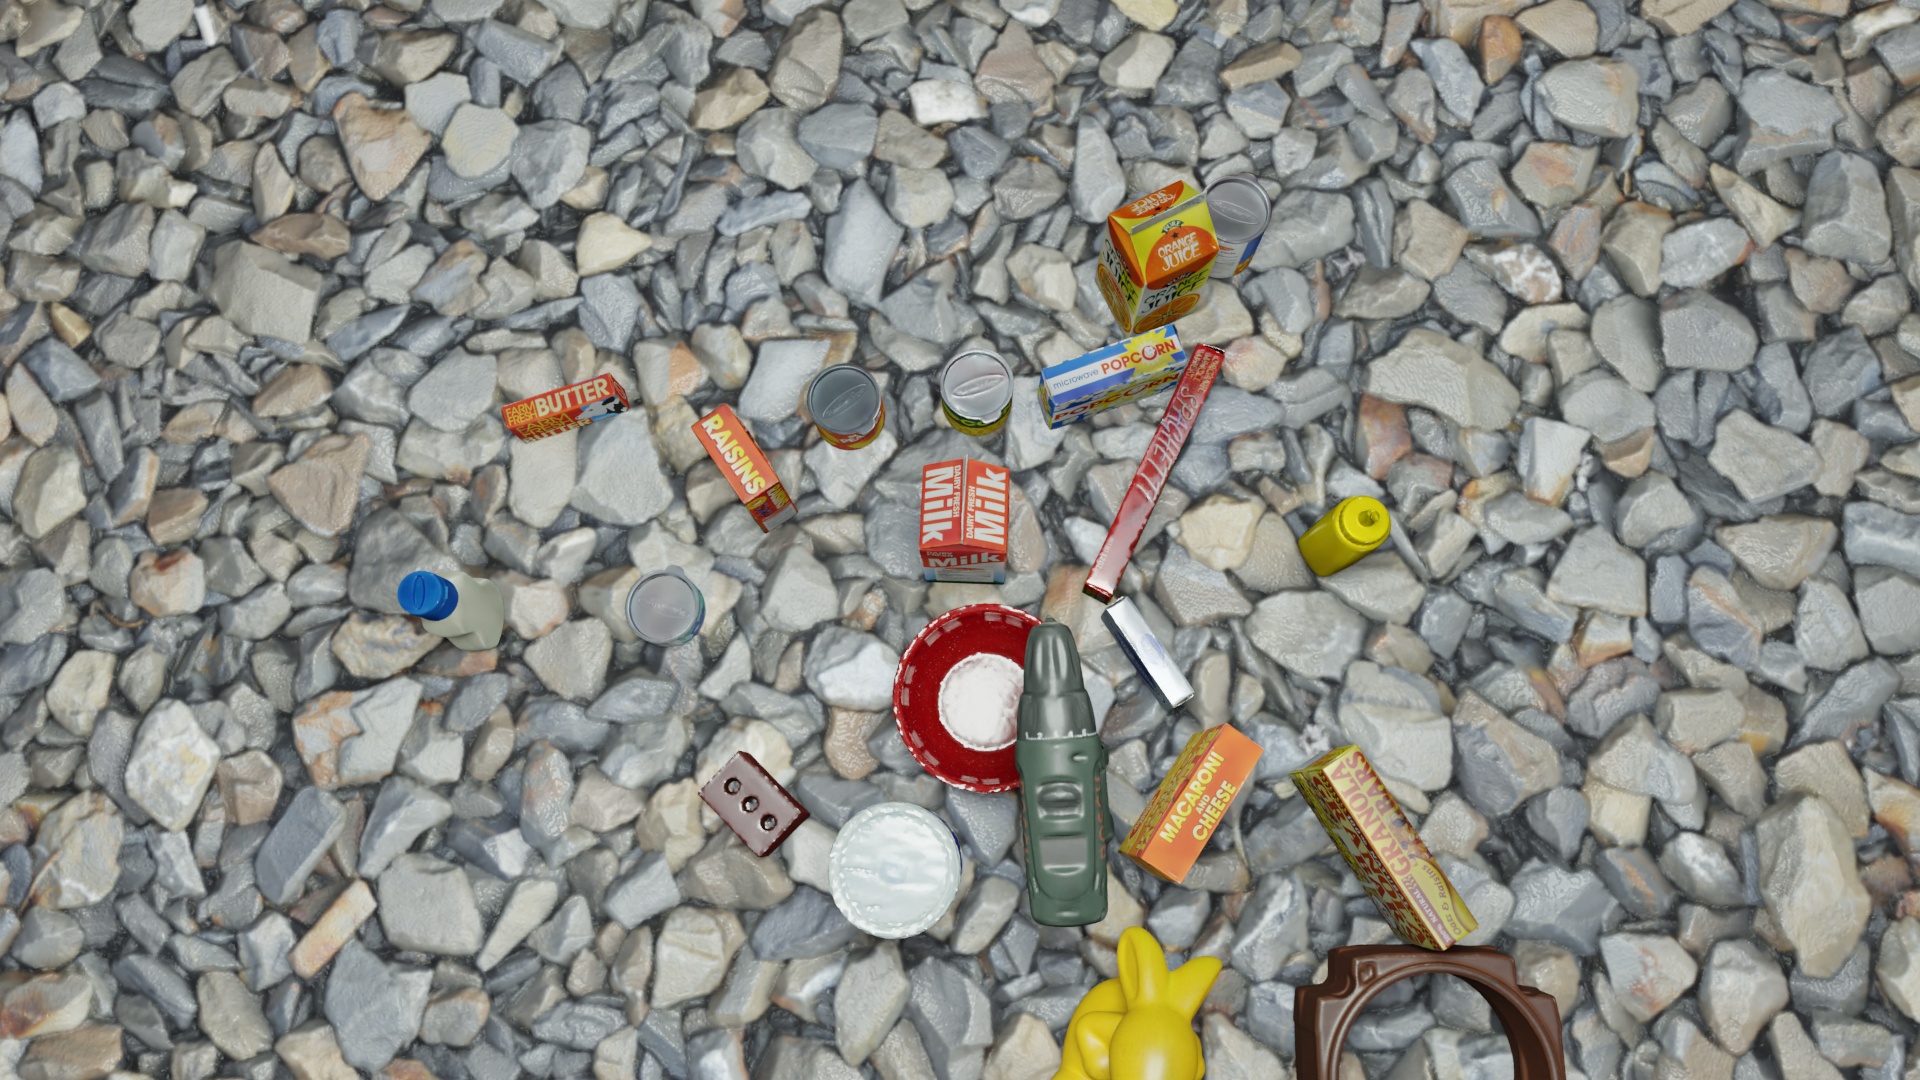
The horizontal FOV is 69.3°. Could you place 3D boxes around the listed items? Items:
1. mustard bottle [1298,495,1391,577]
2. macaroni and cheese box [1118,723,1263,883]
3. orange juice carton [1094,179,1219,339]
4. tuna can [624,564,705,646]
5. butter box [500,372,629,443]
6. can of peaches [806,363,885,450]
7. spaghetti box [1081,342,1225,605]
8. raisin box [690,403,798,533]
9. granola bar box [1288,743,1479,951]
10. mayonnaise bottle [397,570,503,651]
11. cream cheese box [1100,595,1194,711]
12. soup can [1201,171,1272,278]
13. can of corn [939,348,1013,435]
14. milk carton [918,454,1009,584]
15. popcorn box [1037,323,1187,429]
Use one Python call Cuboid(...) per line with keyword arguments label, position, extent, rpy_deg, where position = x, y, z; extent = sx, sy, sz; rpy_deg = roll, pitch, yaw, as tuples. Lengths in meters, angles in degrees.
Cuboid(label="mustard bottle", position=(0.332, -0.009, 1.176), extent=(0.065, 0.160, 0.049), rpy_deg=(-31, 80, -5))
Cuboid(label="macaroni and cheese box", position=(0.183, 0.213, 1.127), extent=(0.040, 0.166, 0.124), rpy_deg=(33, 81, 7))
Cuboid(label="orange juice carton", position=(0.170, -0.248, 1.213), extent=(0.072, 0.192, 0.073), rpy_deg=(-26, 79, -4))
Cuboid(label="tuna can", position=(-0.261, 0.058, 1.235), extent=(0.071, 0.032, 0.071), rpy_deg=(0, 78, 1))
Cuboid(label="butter box", position=(-0.359, -0.120, 1.264), extent=(0.103, 0.053, 0.024), rpy_deg=(-18, 79, -3))
Cuboid(label="can of peaches", position=(-0.101, -0.118, 1.258), extent=(0.071, 0.058, 0.071), rpy_deg=(0, 78, 1))
Cuboid(label="spaghetti box", position=(0.174, -0.061, 1.246), extent=(0.029, 0.050, 0.250), rpy_deg=(25, 79, 6))
Cuboid(label="raisin box", position=(-0.186, -0.061, 1.213), extent=(0.040, 0.123, 0.086), rpy_deg=(-34, 80, -6))
Cuboid(label="granola bar box", position=(0.342, 0.250, 1.139), extent=(0.039, 0.124, 0.166), rpy_deg=(-31, 79, -5))
Cuboid(label="mayonnaise bottle", position=(-0.431, 0.055, 1.179), extent=(0.041, 0.148, 0.065), rpy_deg=(-3, 78, 0))
Cuboid(label="cream cheese box", position=(0.162, 0.099, 1.210), extent=(0.024, 0.053, 0.104), rpy_deg=(-33, 80, -6))
Cuboid(label="soup can", position=(0.246, -0.289, 1.276), extent=(0.071, 0.083, 0.071), rpy_deg=(0, 78, 1))
Cuboid(label="can of corn", position=(0.016, -0.131, 1.259), extent=(0.071, 0.058, 0.071), rpy_deg=(0, 78, 1))
Cuboid(label="milk carton", position=(0.004, -0.015, 1.166), extent=(0.073, 0.190, 0.072), rpy_deg=(2, 79, 1))
Cuboid(label="popcorn box", position=(0.134, -0.145, 1.246), extent=(0.127, 0.085, 0.038), rpy_deg=(-20, 79, -3))
